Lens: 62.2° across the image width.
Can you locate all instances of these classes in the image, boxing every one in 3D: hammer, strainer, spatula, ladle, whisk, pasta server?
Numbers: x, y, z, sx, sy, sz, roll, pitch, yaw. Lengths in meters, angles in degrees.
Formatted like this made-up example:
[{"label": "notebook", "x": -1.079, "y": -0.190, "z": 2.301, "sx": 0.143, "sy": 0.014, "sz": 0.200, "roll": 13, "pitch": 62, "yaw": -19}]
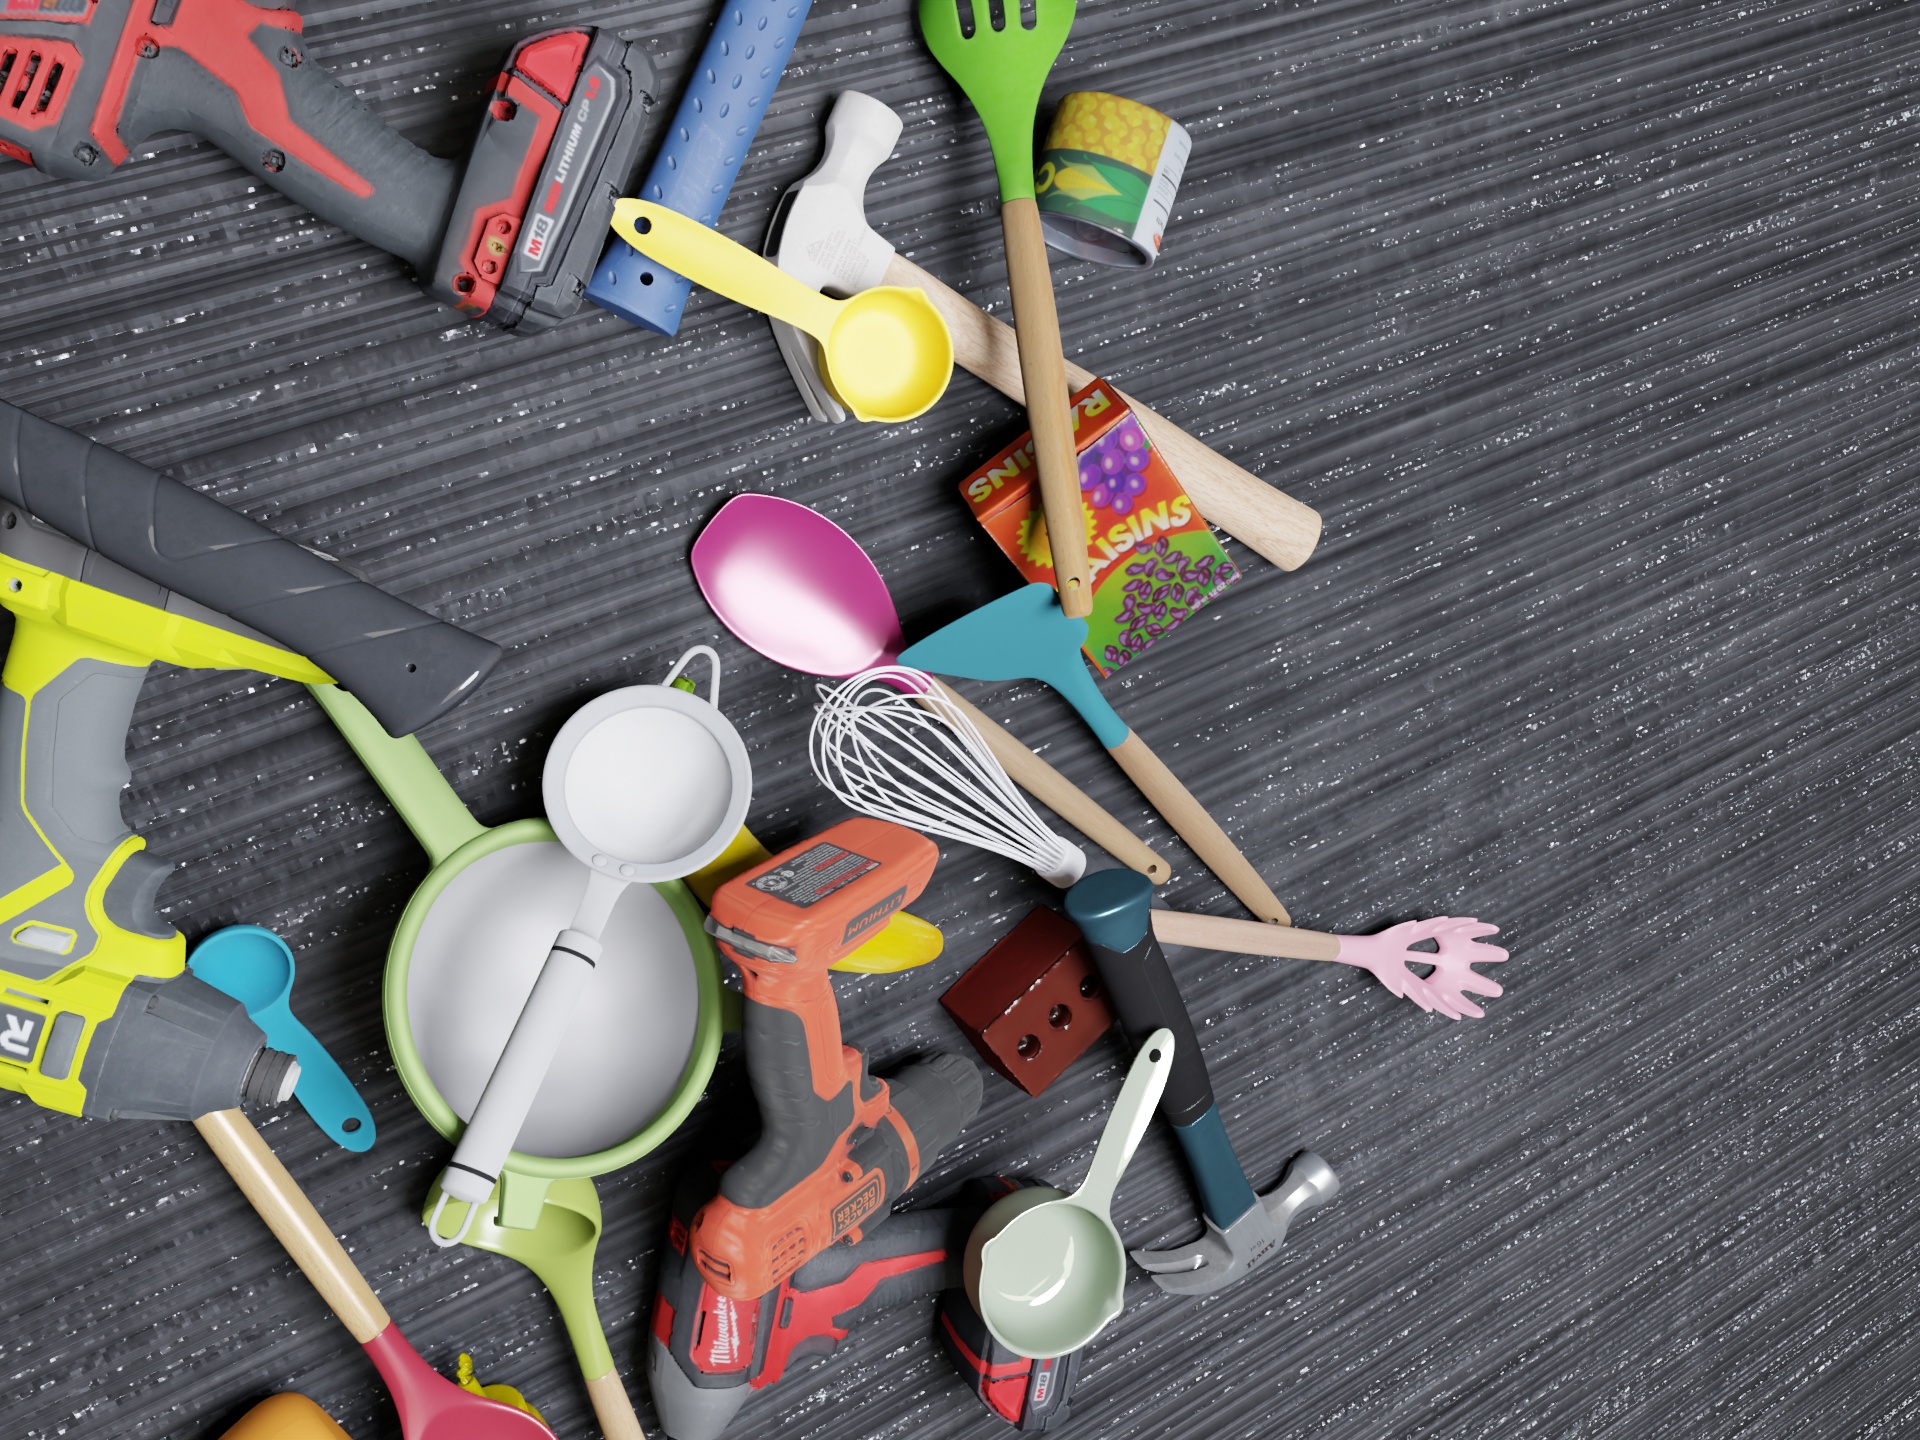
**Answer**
[{"label": "hammer", "x": -0.340, "y": -0.110, "z": 0.514, "sx": 0.408, "sy": 0.036, "sz": 0.149, "roll": 29, "pitch": 84, "yaw": -9}, {"label": "strainer", "x": -0.154, "y": 0.086, "z": 0.647, "sx": 0.087, "sy": 0.050, "sz": 0.259, "roll": 21, "pitch": 63, "yaw": -1}, {"label": "spatula", "x": 0.092, "y": 0.032, "z": 0.809, "sx": 0.082, "sy": 0.044, "sz": 0.317, "roll": -27, "pitch": 129, "yaw": 24}, {"label": "ladle", "x": -0.165, "y": 0.333, "z": 0.741, "sx": 0.078, "sy": 0.062, "sz": 0.320, "roll": -12, "pitch": 105, "yaw": 16}, {"label": "hammer", "x": 0.119, "y": 0.195, "z": 0.838, "sx": 0.128, "sy": 0.033, "sz": 0.330, "roll": -36, "pitch": 130, "yaw": -15}, {"label": "hammer", "x": 0.051, "y": -0.153, "z": 0.768, "sx": 0.331, "sy": 0.031, "sz": 0.130, "roll": 26, "pitch": 89, "yaw": -29}, {"label": "ladle", "x": -0.264, "y": 0.240, "z": 0.674, "sx": 0.069, "sy": 0.031, "sz": 0.315, "roll": -39, "pitch": 104, "yaw": -37}, {"label": "strainer", "x": -0.211, "y": 0.078, "z": 0.677, "sx": 0.151, "sy": 0.069, "sz": 0.256, "roll": -39, "pitch": 98, "yaw": -41}, {"label": "whisk", "x": 0.030, "y": 0.057, "z": 0.782, "sx": 0.284, "sy": 0.070, "sz": 0.070, "roll": 36, "pitch": 85, "yaw": -38}, {"label": "pasta server", "x": 0.192, "y": 0.124, "z": 0.876, "sx": 0.316, "sy": 0.040, "sz": 0.060, "roll": 12, "pitch": 87, "yaw": -37}, {"label": "hammer", "x": -0.052, "y": -0.352, "z": 0.668, "sx": 0.144, "sy": 0.035, "sz": 0.405, "roll": 24, "pitch": 91, "yaw": -28}]

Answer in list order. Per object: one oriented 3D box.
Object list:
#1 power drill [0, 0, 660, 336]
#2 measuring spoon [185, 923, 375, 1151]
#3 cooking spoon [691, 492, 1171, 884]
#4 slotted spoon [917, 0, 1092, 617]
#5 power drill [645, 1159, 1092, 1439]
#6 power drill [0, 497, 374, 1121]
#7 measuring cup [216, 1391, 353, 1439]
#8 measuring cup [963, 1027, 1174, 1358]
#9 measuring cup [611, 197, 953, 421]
[{"label": "power drill", "x": -0.230, "y": -0.259, "z": 0.581, "sx": 0.226, "sy": 0.080, "sz": 0.188, "roll": 19, "pitch": 92, "yaw": -26}, {"label": "measuring spoon", "x": -0.286, "y": 0.136, "z": 0.680, "sx": 0.042, "sy": 0.021, "sz": 0.128, "roll": -30, "pitch": 122, "yaw": -17}, {"label": "cooking spoon", "x": -0.001, "y": -0.003, "z": 0.784, "sx": 0.318, "sy": 0.017, "sz": 0.069, "roll": 38, "pitch": 93, "yaw": -28}, {"label": "slotted spoon", "x": 0.031, "y": -0.201, "z": 0.694, "sx": 0.070, "sy": 0.031, "sz": 0.314, "roll": -8, "pitch": 89, "yaw": 6}, {"label": "power drill", "x": -0.048, "y": 0.298, "z": 0.800, "sx": 0.219, "sy": 0.079, "sz": 0.143, "roll": 9, "pitch": 96, "yaw": -25}, {"label": "power drill", "x": -0.306, "y": 0.033, "z": 0.591, "sx": 0.171, "sy": 0.080, "sz": 0.223, "roll": 20, "pitch": 94, "yaw": -10}, {"label": "measuring cup", "x": -0.271, "y": 0.362, "z": 0.711, "sx": 0.052, "sy": 0.095, "sz": 0.173, "roll": -44, "pitch": 138, "yaw": -25}, {"label": "measuring cup", "x": 0.058, "y": 0.223, "z": 0.774, "sx": 0.083, "sy": 0.038, "sz": 0.167, "roll": 30, "pitch": 81, "yaw": -20}, {"label": "measuring cup", "x": -0.076, "y": -0.176, "z": 0.670, "sx": 0.156, "sy": 0.029, "sz": 0.062, "roll": 24, "pitch": 91, "yaw": -19}]
